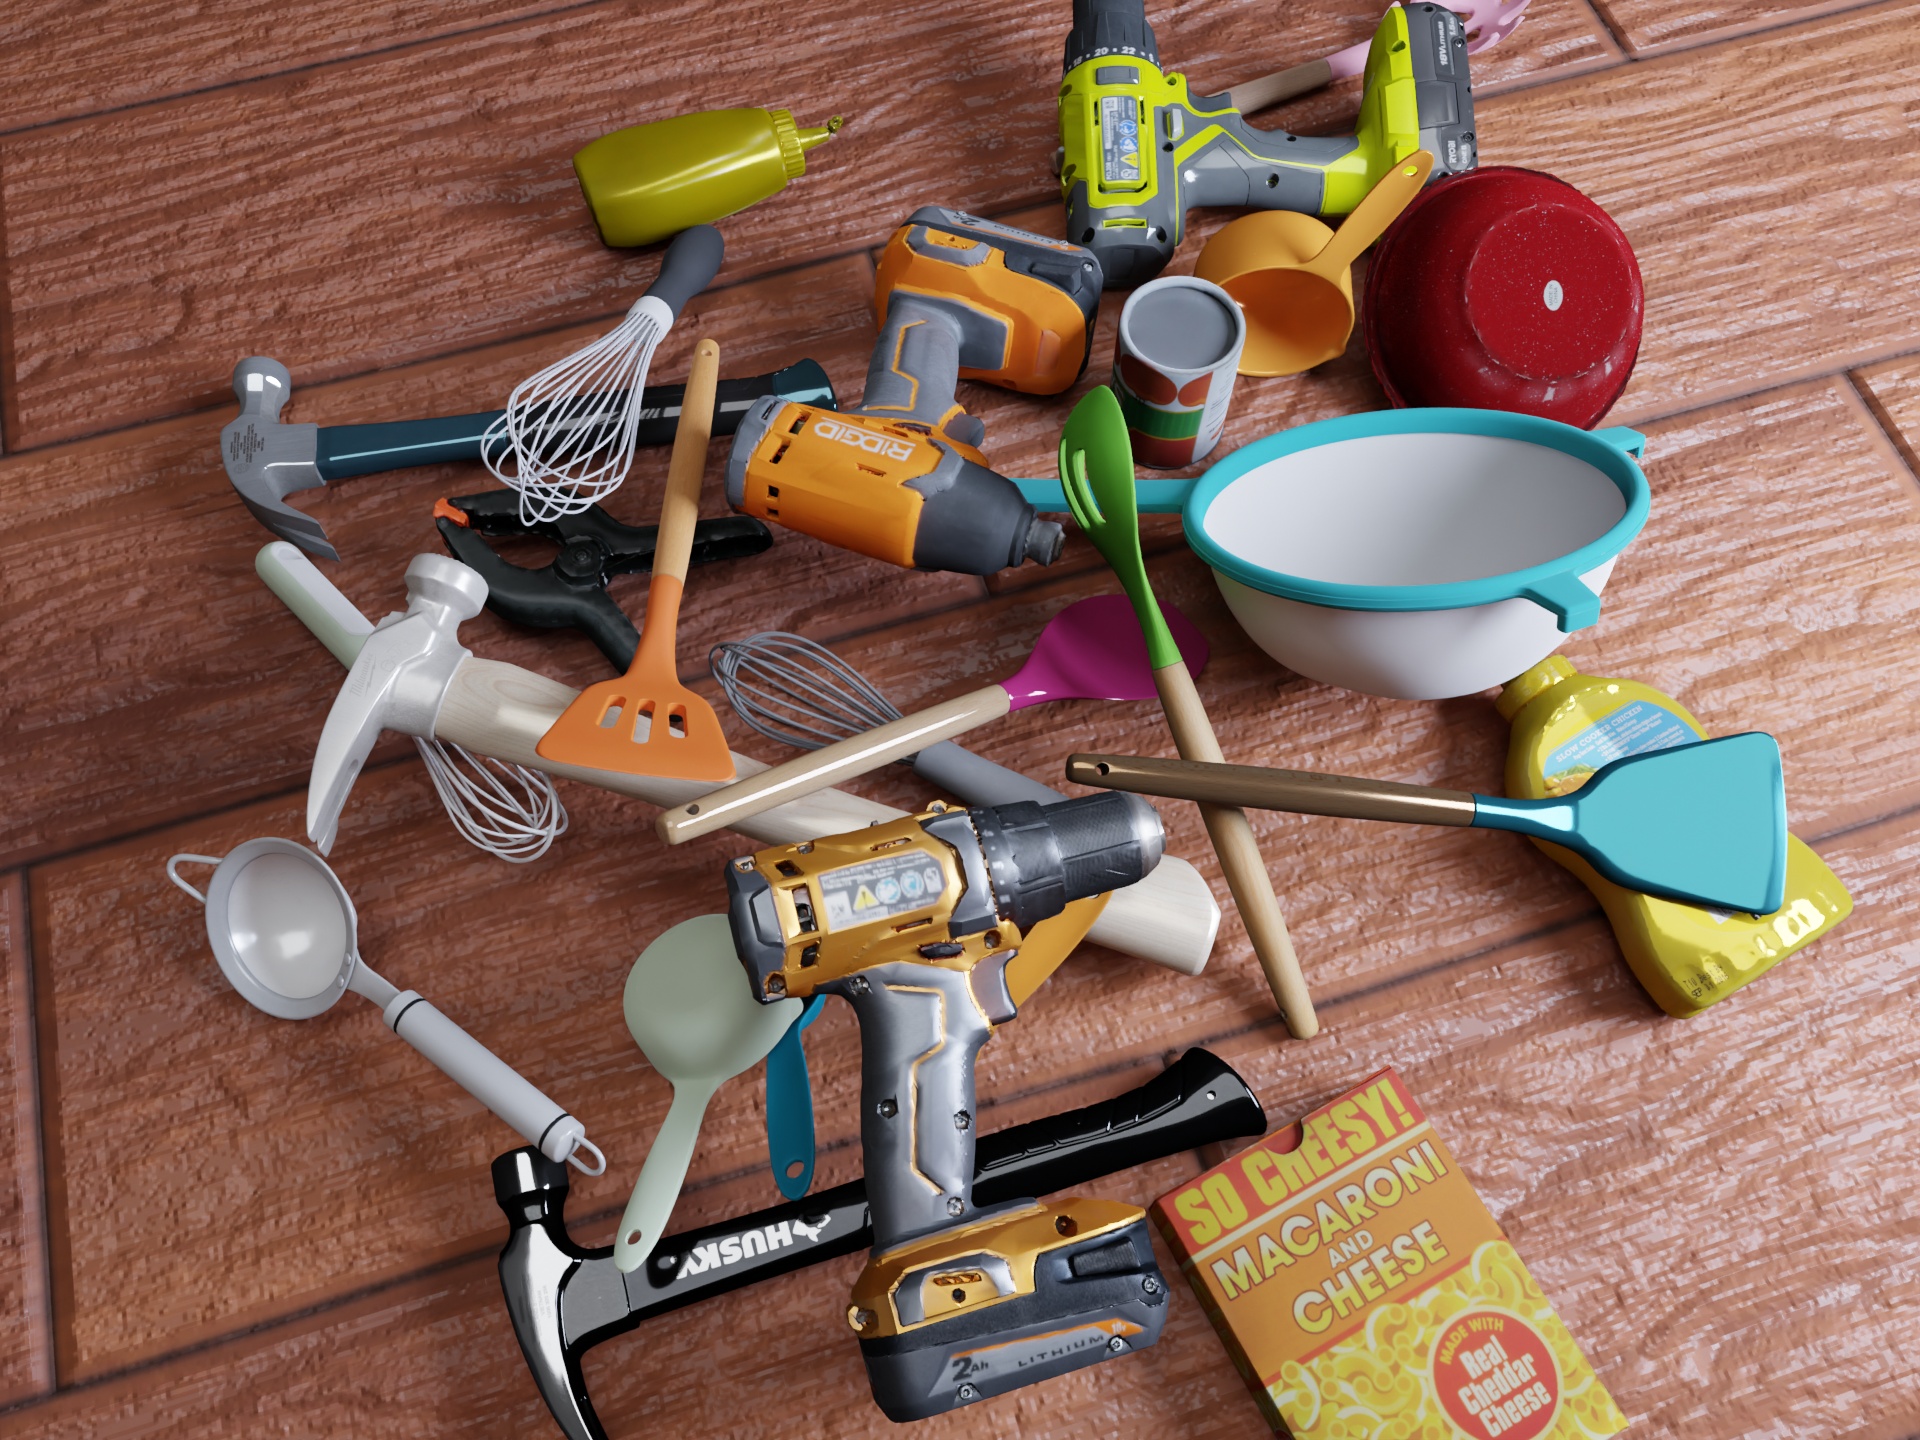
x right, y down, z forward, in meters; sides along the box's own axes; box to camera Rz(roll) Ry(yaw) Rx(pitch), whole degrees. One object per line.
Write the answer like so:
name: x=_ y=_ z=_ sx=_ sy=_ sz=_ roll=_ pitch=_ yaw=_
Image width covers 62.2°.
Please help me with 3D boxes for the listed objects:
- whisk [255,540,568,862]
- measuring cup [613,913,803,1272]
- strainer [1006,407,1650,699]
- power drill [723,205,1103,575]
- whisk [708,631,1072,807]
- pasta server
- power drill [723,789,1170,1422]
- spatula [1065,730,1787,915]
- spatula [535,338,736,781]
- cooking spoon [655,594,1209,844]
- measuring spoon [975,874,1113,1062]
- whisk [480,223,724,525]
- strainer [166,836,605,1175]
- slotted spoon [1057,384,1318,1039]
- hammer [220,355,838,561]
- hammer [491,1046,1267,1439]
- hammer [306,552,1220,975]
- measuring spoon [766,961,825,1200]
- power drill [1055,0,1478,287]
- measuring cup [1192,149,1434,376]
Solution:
whisk: x=-0.280 y=-0.016 z=0.797 sx=0.246 sy=0.057 sz=0.059 roll=40 pitch=115 yaw=22
measuring cup: x=-0.123 y=0.152 z=0.684 sx=0.083 sy=0.038 sz=0.168 roll=-7 pitch=41 yaw=20
strainer: x=0.160 y=-0.076 z=0.798 sx=0.340 sy=0.095 sz=0.211 roll=5 pitch=34 yaw=27
power drill: x=-0.001 y=-0.163 z=0.815 sx=0.164 sy=0.084 sz=0.227 roll=19 pitch=50 yaw=9
whisk: x=-0.018 y=0.019 z=0.780 sx=0.239 sy=0.055 sz=0.055 roll=27 pitch=68 yaw=8
pasta server: x=0.201 y=-0.395 z=0.974 sx=0.316 sy=0.040 sz=0.060 roll=-22 pitch=77 yaw=-8
power drill: x=0.017 y=0.141 z=0.646 sx=0.185 sy=0.084 sz=0.226 roll=-14 pitch=76 yaw=-11
spatula: x=0.204 y=0.034 z=0.702 sx=0.317 sy=0.044 sz=0.082 roll=6 pitch=79 yaw=-7
spatula: x=-0.135 y=-0.087 z=0.754 sx=0.081 sy=0.041 sz=0.323 roll=8 pitch=48 yaw=-9
cooking spoon: x=-0.001 y=-0.002 z=0.741 sx=0.319 sy=0.017 sz=0.069 roll=-21 pitch=61 yaw=-35
measuring spoon: x=0.030 y=0.108 z=0.706 sx=0.021 sy=0.011 sz=0.117 roll=39 pitch=93 yaw=-9
whisk: x=-0.175 y=-0.194 z=0.835 sx=0.070 sy=0.070 sz=0.285 roll=10 pitch=42 yaw=5
strainer: x=-0.255 y=0.128 z=0.717 sx=0.258 sy=0.050 sz=0.087 roll=31 pitch=108 yaw=20
slotted spoon: x=0.104 y=-0.001 z=0.730 sx=0.031 sy=0.070 sz=0.314 roll=-21 pitch=91 yaw=-13
hammer: x=-0.232 y=-0.160 z=0.868 sx=0.331 sy=0.033 sz=0.128 roll=-8 pitch=60 yaw=-4
hammer: x=-0.028 y=0.215 z=0.690 sx=0.334 sy=0.035 sz=0.146 roll=-15 pitch=65 yaw=-7
hammer: x=-0.085 y=0.049 z=0.727 sx=0.410 sy=0.038 sz=0.146 roll=18 pitch=68 yaw=1
measuring spoon: x=-0.074 y=0.159 z=0.704 sx=0.042 sy=0.021 sz=0.129 roll=-19 pitch=42 yaw=7
power drill: x=0.168 y=-0.350 z=0.918 sx=0.228 sy=0.080 sz=0.191 roll=-1 pitch=77 yaw=1
measuring cup: x=0.188 y=-0.254 z=0.838 sx=0.095 sy=0.173 sz=0.052 roll=16 pitch=59 yaw=-20
